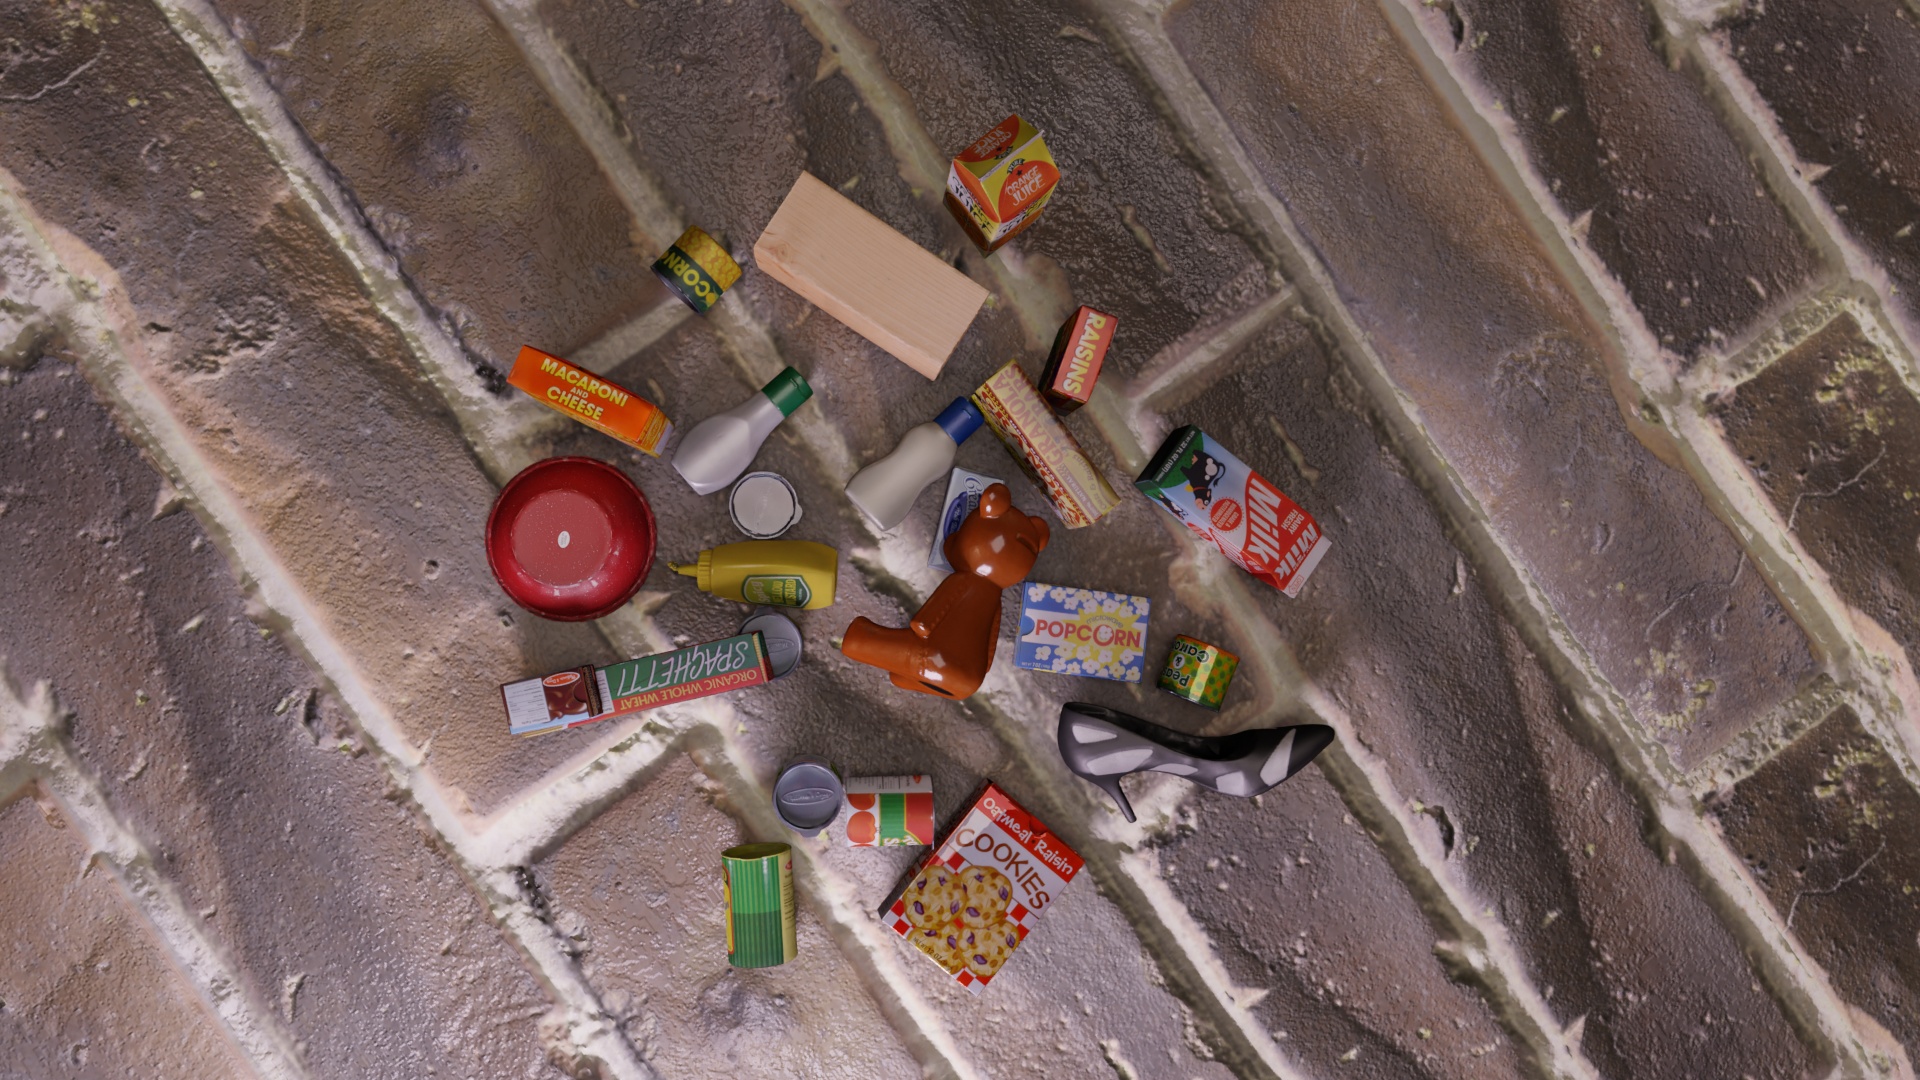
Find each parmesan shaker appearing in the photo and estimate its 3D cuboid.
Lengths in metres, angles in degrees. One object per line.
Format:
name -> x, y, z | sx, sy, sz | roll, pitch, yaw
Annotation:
parmesan shaker -> -0.190, 0.343, 1.306 | 0.071, 0.071, 0.103 | -3, 89, -6

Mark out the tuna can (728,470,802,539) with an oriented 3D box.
tuna can -> -0.187, -0.033, 1.337 | 0.071, 0.033, 0.071 | 0, 88, -6

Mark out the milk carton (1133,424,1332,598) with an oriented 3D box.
milk carton -> 0.272, -0.027, 1.364 | 0.190, 0.073, 0.072 | 36, 85, -4

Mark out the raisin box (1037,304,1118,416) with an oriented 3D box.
raisin box -> 0.109, -0.169, 1.327 | 0.040, 0.123, 0.086 | 21, 86, -4

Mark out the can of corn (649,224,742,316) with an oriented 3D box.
can of corn -> -0.250, -0.257, 1.319 | 0.071, 0.071, 0.058 | 43, 84, -3

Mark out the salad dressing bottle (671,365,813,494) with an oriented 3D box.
salad dressing bottle -> -0.208, -0.107, 1.333 | 0.148, 0.044, 0.064 | -41, 91, -7

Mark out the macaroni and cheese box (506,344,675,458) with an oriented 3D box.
macaroni and cheese box -> -0.330, -0.124, 1.259 | 0.124, 0.166, 0.040 | 25, 86, -5

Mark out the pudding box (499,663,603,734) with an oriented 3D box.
pudding box -> -0.374, 0.146, 1.273 | 0.083, 0.030, 0.049 | -13, 89, 11

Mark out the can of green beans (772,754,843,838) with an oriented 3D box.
can of green beans -> -0.145, 0.240, 1.320 | 0.071, 0.058, 0.071 | 0, 88, -6

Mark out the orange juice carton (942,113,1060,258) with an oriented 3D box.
orange juice carton -> 0.038, -0.331, 1.290 | 0.072, 0.192, 0.073 | -37, 92, -4

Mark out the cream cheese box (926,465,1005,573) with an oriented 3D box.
cream cheese box -> 0.005, -0.017, 1.360 | 0.053, 0.024, 0.104 | 15, 87, -7

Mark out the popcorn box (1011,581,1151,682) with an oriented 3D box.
popcorn box -> 0.119, 0.089, 1.362 | 0.127, 0.038, 0.085 | 8, 89, -6

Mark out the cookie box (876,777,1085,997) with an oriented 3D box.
cookie box -> 0.021, 0.332, 1.338 | 0.123, 0.040, 0.167 | 41, 85, -8

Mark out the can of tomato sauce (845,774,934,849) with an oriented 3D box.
can of tomato sauce -> -0.068, 0.260, 1.323 | 0.083, 0.071, 0.071 | -1, 89, -5

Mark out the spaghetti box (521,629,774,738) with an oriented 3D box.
spaghetti box -> -0.295, 0.133, 1.289 | 0.250, 0.029, 0.050 | -14, 91, 10

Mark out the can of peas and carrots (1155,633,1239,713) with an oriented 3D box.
can of peas and carrots -> 0.230, 0.129, 1.357 | 0.071, 0.071, 0.059 | 23, 86, -5

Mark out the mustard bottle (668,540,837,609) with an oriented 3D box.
mustard bottle -> -0.198, 0.031, 1.320 | 0.160, 0.065, 0.049 | 2, 45, -2

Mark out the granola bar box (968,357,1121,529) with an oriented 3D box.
granola bar box -> 0.077, -0.087, 1.320 | 0.039, 0.124, 0.165 | -37, 92, -6

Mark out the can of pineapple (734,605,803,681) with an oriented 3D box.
can of pineapple -> -0.182, 0.098, 1.321 | 0.071, 0.058, 0.071 | 0, 88, -6

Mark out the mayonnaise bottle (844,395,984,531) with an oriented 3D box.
mayonnaise bottle -> -0.041, -0.078, 1.351 | 0.148, 0.041, 0.065 | -44, 94, -7
